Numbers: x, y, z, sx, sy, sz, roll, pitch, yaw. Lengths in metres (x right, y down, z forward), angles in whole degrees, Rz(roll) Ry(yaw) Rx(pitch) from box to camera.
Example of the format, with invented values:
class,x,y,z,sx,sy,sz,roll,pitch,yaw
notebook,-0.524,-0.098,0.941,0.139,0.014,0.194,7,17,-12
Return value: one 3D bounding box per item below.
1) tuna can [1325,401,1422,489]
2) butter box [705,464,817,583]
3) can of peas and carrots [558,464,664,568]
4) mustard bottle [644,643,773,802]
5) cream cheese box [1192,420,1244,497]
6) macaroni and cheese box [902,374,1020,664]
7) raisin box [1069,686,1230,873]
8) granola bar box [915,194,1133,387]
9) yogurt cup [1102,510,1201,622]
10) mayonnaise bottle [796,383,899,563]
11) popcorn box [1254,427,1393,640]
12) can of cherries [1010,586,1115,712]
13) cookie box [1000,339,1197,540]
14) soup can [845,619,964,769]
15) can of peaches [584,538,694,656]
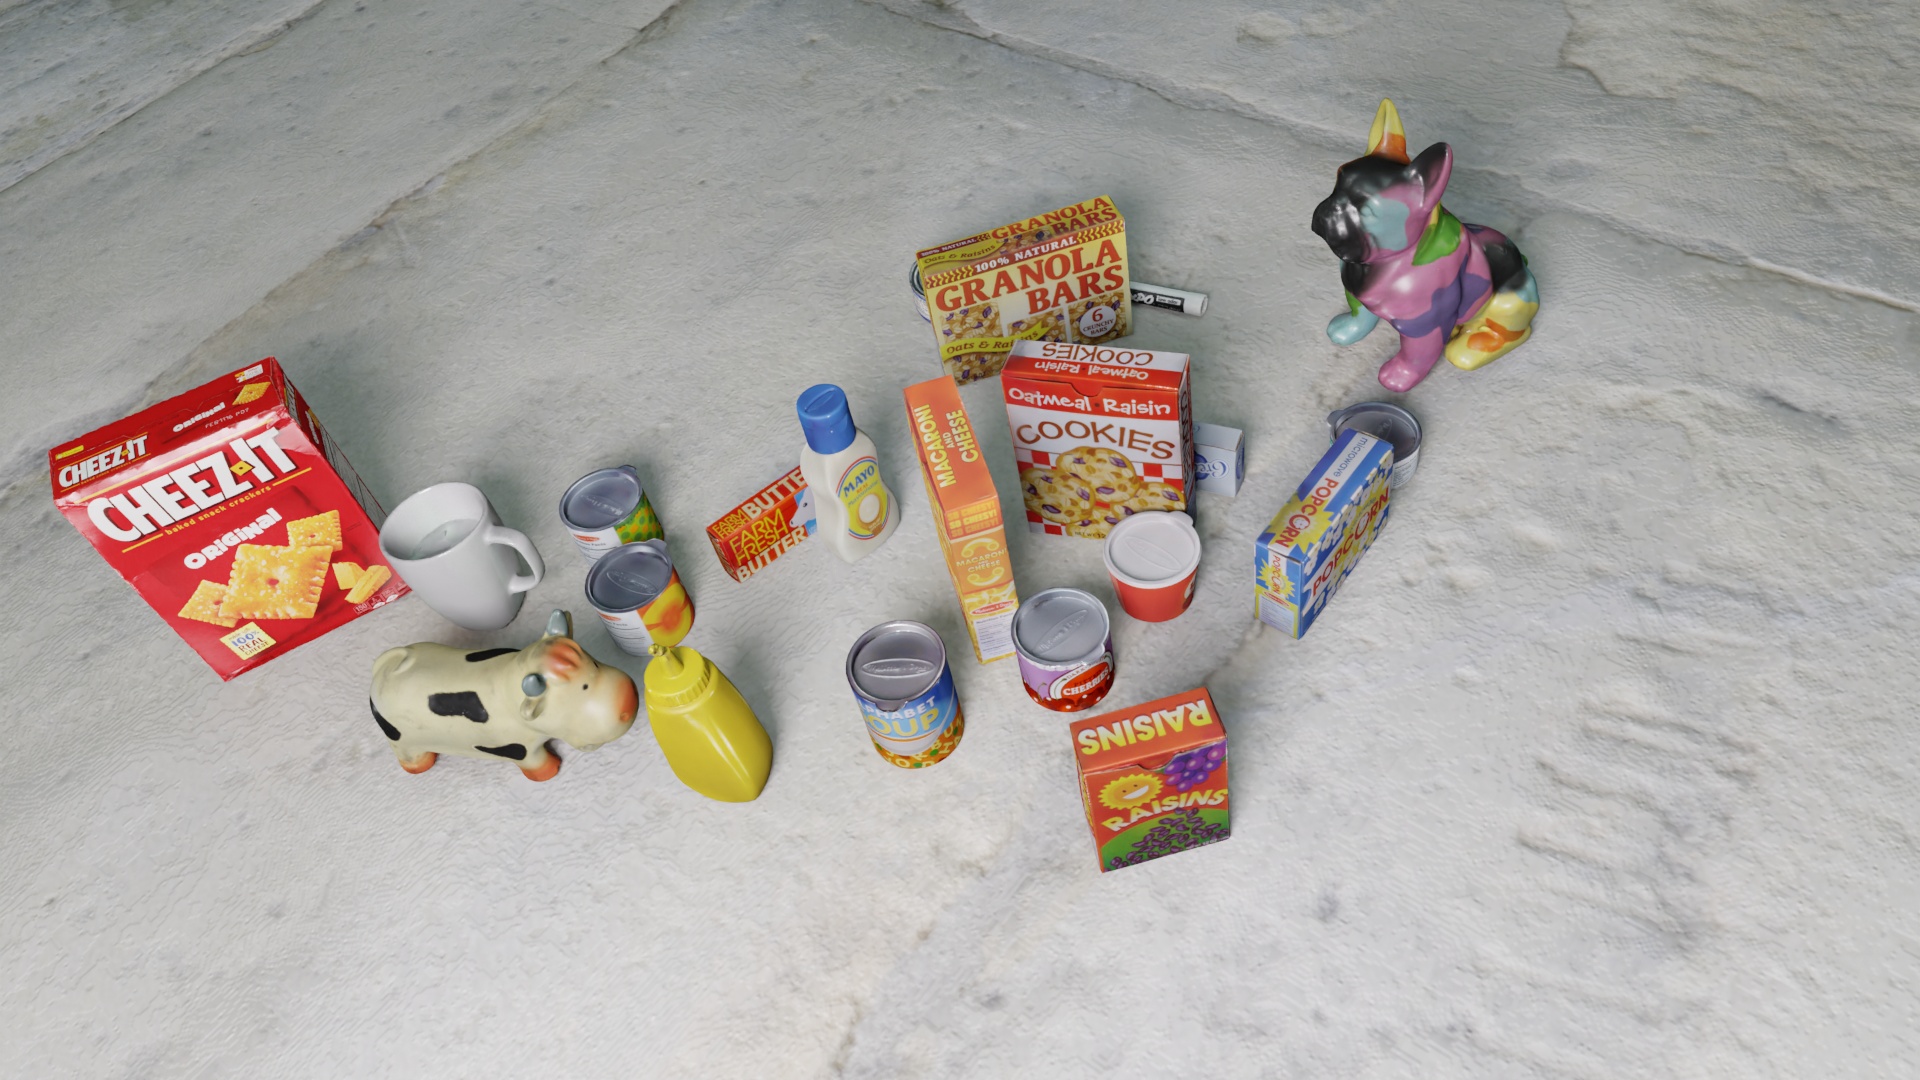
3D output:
class,x,y,z,sx,sy,sz,roll,pitch,yaw
tuna can,0.307,-0.071,1.039,0.071,0.032,0.071,-6,49,7
butter box,-0.142,-0.016,1.069,0.104,0.053,0.024,-36,52,-19
can of peas and carrots,-0.272,-0.016,1.092,0.071,0.058,0.071,-6,49,7
mustard bottle,-0.168,0.112,0.894,0.065,0.159,0.049,6,51,16
cream cheese box,0.162,-0.068,1.052,0.104,0.053,0.024,13,54,22
macaroni and cheese box,0.003,-0.012,0.961,0.040,0.165,0.124,-17,49,-3
raisin box,0.115,0.146,0.831,0.086,0.122,0.040,-14,49,-1
granola bar box,0.055,-0.204,1.144,0.166,0.123,0.039,-17,49,-3
yogurt cup,0.136,0.021,0.980,0.072,0.053,0.073,-6,49,7
mayonnaise bottle,-0.086,-0.050,1.025,0.041,0.147,0.065,33,63,33
popcorn box,0.251,-0.006,0.959,0.038,0.084,0.127,27,60,30
can of cherries,0.072,0.076,0.943,0.071,0.058,0.072,-6,49,7
cookie box,0.102,-0.065,0.986,0.123,0.166,0.040,7,52,17
soup can,-0.036,0.106,0.923,0.071,0.083,0.072,-6,49,7
can of peaches,-0.236,0.043,1.035,0.071,0.057,0.071,-6,49,7
